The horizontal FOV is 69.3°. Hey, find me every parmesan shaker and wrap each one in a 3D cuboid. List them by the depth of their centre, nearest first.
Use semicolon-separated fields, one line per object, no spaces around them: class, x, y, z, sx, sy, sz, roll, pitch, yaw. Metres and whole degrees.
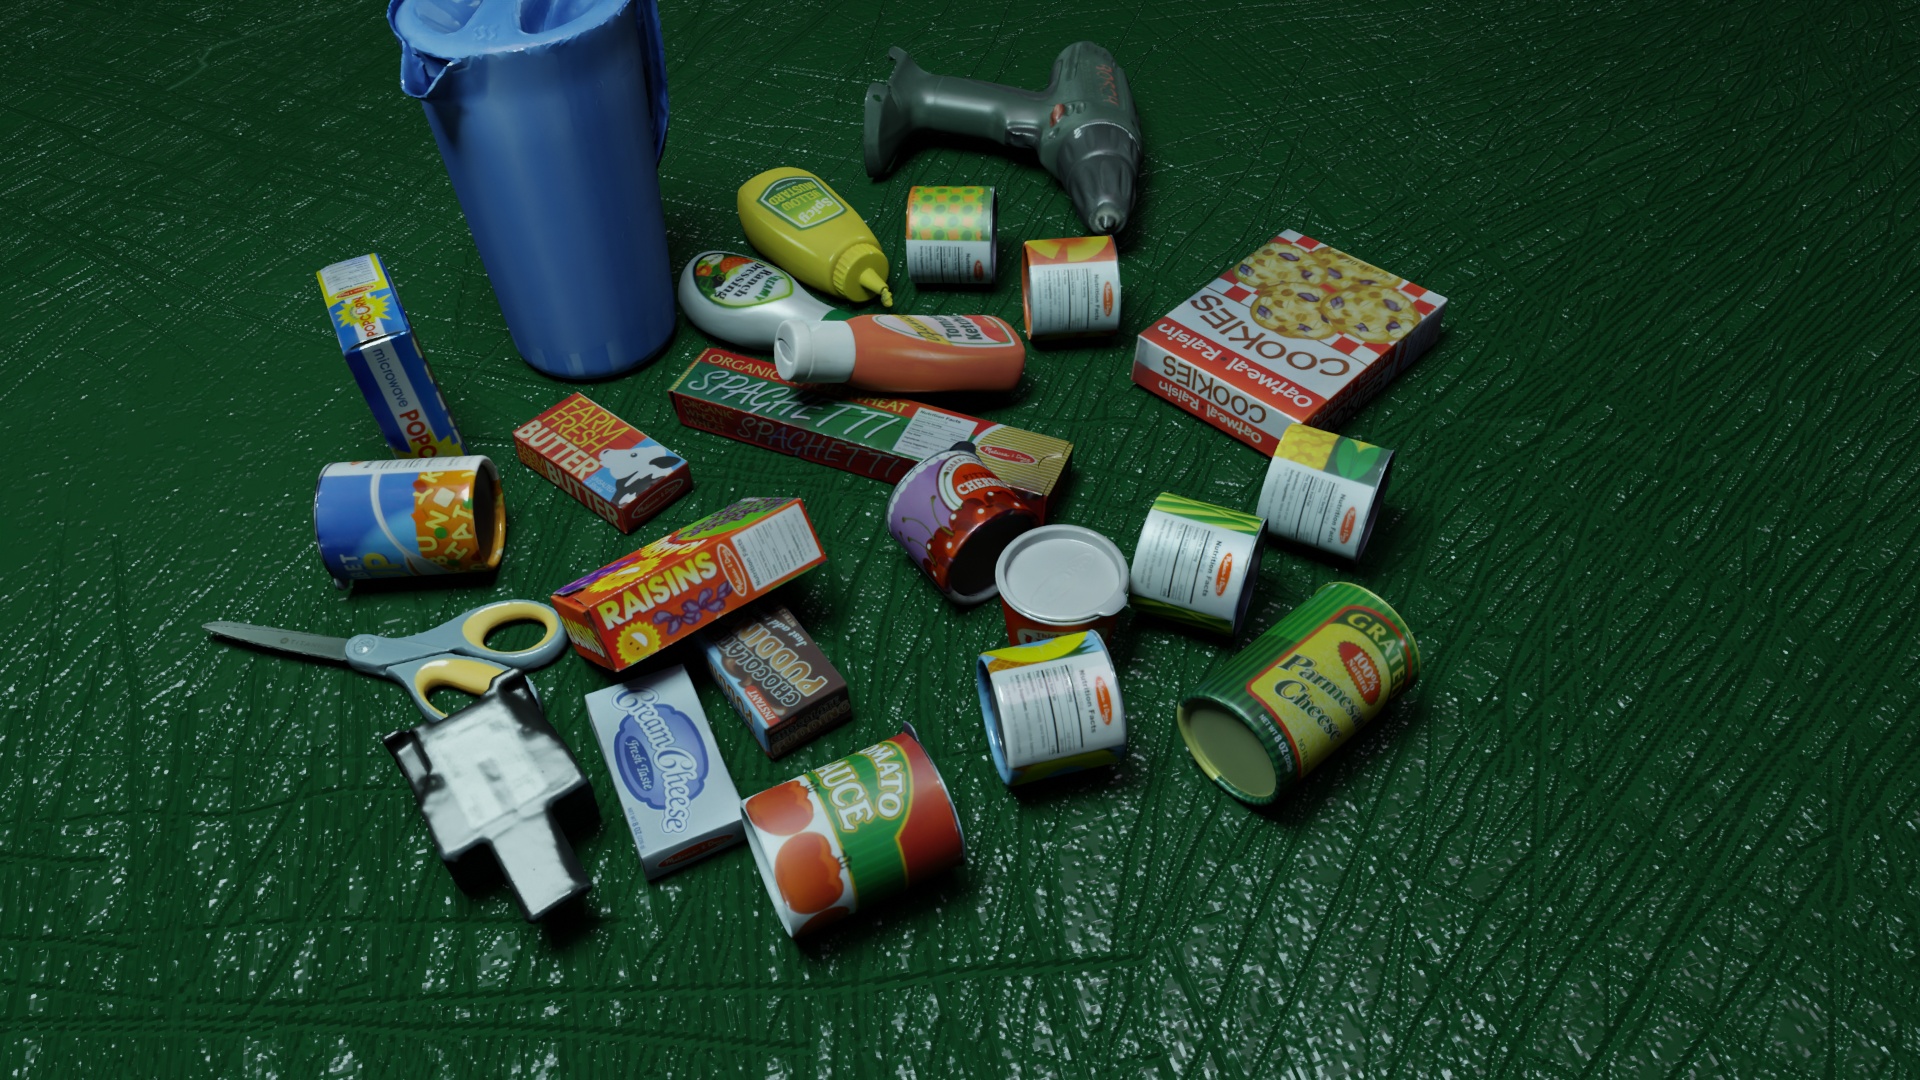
parmesan shaker;0.166;0.076;0.675;0.103;0.071;0.071;-33;54;-26

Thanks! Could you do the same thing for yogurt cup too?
yogurt cup;0.052;0.033;0.725;0.072;0.053;0.073;-1;46;1

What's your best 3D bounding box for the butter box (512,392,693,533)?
butter box;-0.215;-0.048;0.831;0.103;0.024;0.053;31;53;27

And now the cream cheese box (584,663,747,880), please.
cream cheese box;-0.143;0.110;0.677;0.053;0.024;0.104;-19;49;-18

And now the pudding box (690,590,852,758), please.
pudding box;-0.098;0.067;0.713;0.050;0.030;0.084;-27;51;-22

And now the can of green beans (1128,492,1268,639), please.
can of green beans;0.126;0.013;0.735;0.058;0.071;0.071;16;48;17

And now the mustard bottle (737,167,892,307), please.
mustard bottle;-0.092;-0.205;0.962;0.065;0.048;0.160;-31;53;-24

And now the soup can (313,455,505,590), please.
soup can;-0.303;-0.010;0.770;0.084;0.071;0.072;-3;46;-2

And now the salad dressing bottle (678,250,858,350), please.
salad dressing bottle;-0.115;-0.146;0.910;0.148;0.043;0.064;24;50;22

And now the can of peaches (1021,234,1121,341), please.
can of peaches;0.071;-0.165;0.909;0.058;0.071;0.071;-4;46;-2

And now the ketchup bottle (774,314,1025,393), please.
ketchup bottle;-0.038;-0.114;0.845;0.149;0.043;0.065;-4;32;-29

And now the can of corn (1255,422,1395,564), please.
can of corn;0.203;-0.027;0.773;0.058;0.070;0.071;19;50;19

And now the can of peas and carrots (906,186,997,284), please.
can of peas and carrots;-0.005;-0.211;0.954;0.059;0.070;0.071;1;46;4

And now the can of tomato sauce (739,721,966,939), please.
can of tomato sauce;-0.049;0.130;0.623;0.083;0.070;0.071;-21;49;-17

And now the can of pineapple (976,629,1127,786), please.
can of pineapple;0.043;0.081;0.673;0.058;0.070;0.071;-11;47;-8

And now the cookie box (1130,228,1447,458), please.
cookie box;0.209;-0.127;0.886;0.123;0.040;0.168;34;54;29

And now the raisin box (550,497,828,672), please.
raisin box;-0.143;0.019;0.725;0.124;0.040;0.086;-29;15;-24

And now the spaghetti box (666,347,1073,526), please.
spaghetti box;-0.056;-0.066;0.841;0.250;0.028;0.050;16;49;16

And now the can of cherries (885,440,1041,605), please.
can of cherries;0.003;-0.009;0.756;0.072;0.071;0.058;-27;51;-22

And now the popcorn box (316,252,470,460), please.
popcorn box;-0.324;-0.091;0.805;0.038;0.126;0.085;-24;50;-16
